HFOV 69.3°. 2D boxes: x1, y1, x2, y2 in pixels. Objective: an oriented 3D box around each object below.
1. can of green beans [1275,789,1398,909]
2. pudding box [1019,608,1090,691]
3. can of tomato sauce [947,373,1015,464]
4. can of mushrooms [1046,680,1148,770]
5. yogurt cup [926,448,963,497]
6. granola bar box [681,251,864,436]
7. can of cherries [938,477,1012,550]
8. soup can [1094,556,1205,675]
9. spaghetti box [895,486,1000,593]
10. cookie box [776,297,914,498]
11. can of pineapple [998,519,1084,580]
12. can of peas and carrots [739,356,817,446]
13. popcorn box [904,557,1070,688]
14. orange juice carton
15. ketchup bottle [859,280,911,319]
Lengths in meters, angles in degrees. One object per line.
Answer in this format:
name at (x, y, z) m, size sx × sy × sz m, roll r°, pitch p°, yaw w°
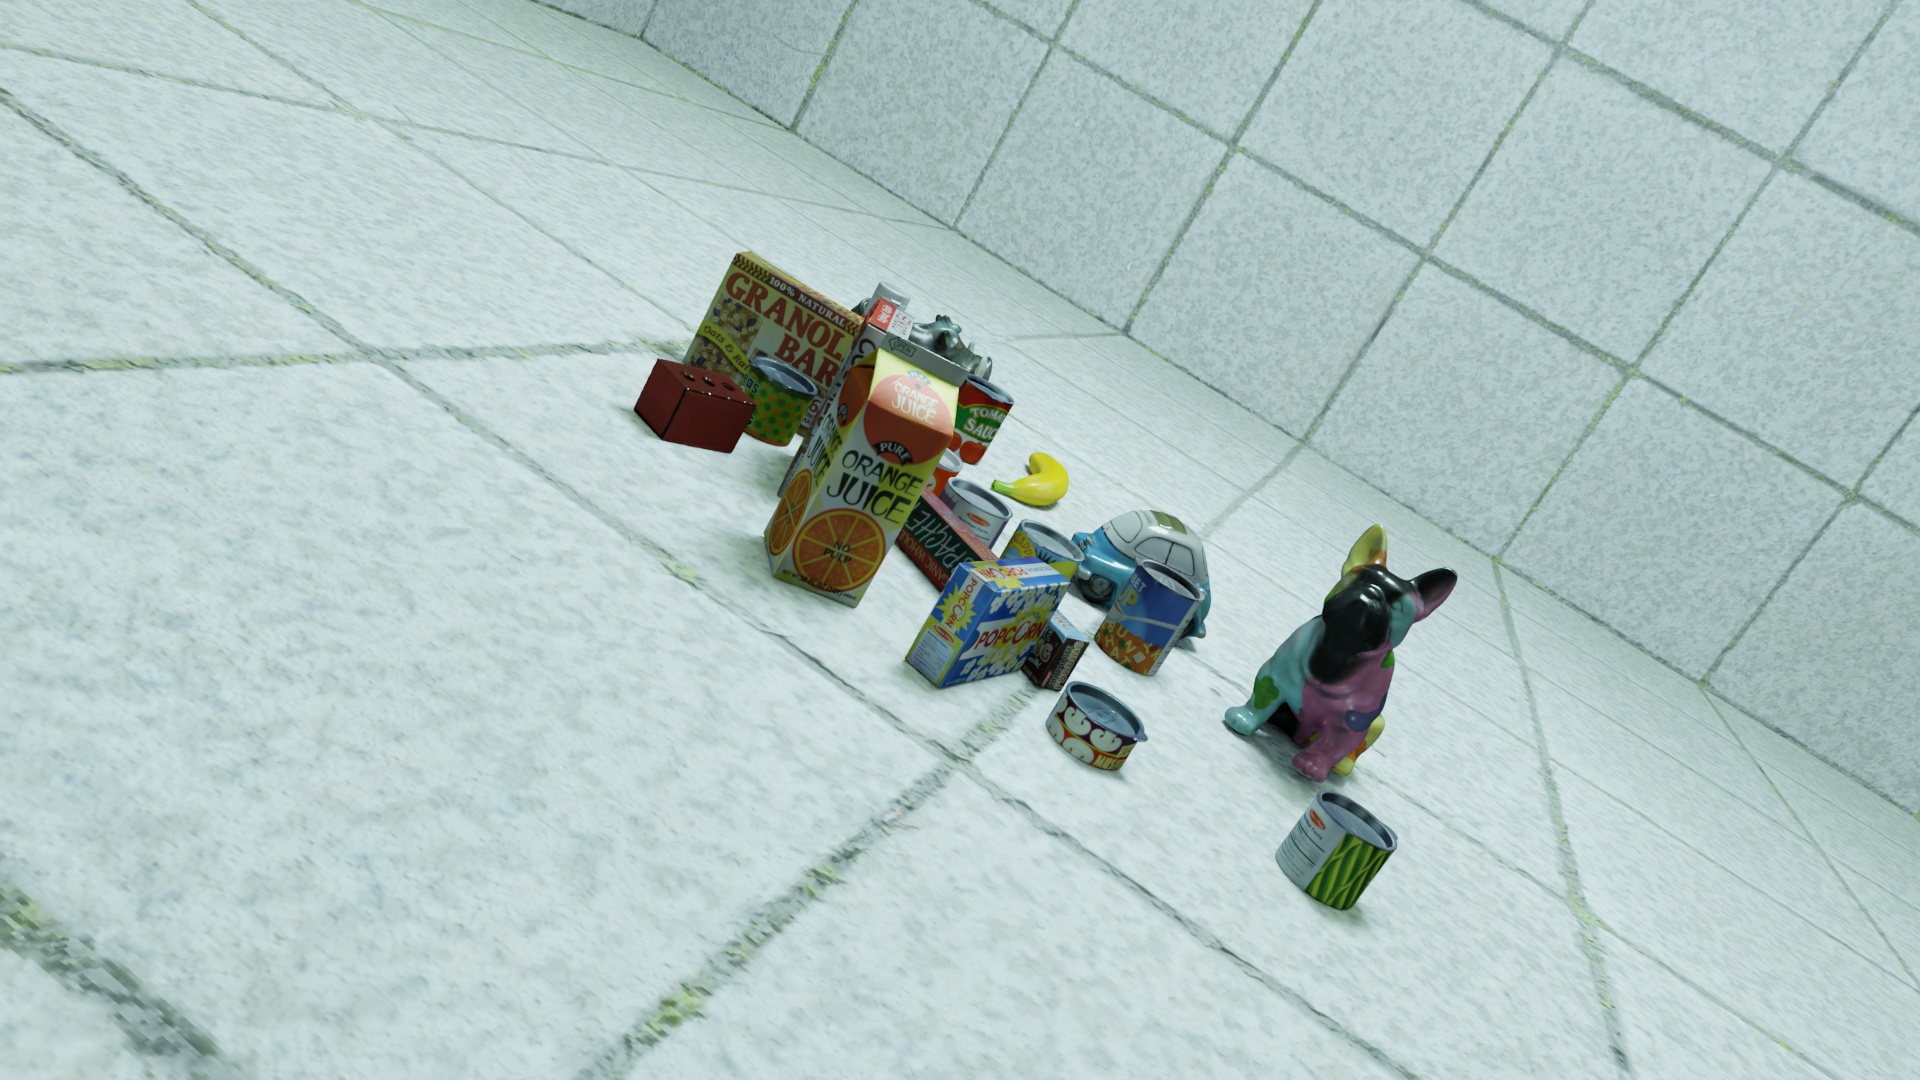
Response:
can of green beans at (0.272, 0.224, 1.007) m, size 0.071 × 0.057 × 0.071 m, roll 27°, pitch 17°, yaw -9°
pudding box at (0.061, 0.074, 1.099) m, size 0.030 × 0.049 × 0.084 m, roll 15°, pitch 22°, yaw -40°
can of tomato sauce at (0.013, -0.135, 1.559) m, size 0.071 × 0.083 × 0.071 m, roll 27°, pitch 17°, yaw -9°
can of mushrooms at (0.100, 0.137, 1.015) m, size 0.071 × 0.033 × 0.071 m, roll 27°, pitch 17°, yaw -9°
yogurt cup at (-0.039, -0.065, 1.325) m, size 0.072 × 0.053 × 0.072 m, roll 27°, pitch 17°, yaw -9°
granola bar box at (-0.165, -0.183, 1.331) m, size 0.165 × 0.124 × 0.039 m, roll 31°, pitch 16°, yaw 4°
can of cherries at (0.004, -0.016, 1.248) m, size 0.071 × 0.058 × 0.072 m, roll 27°, pitch 17°, yaw -9°
soup can at (0.165, 0.067, 1.234) m, size 0.071 × 0.083 × 0.071 m, roll 27°, pitch 17°, yaw -9°
spaghetti box at (-0.046, -0.026, 1.209) m, size 0.029 × 0.050 × 0.251 m, roll 14°, pitch 23°, yaw -44°
cookie box at (-0.097, -0.118, 1.186) m, size 0.040 × 0.167 × 0.123 m, roll 28°, pitch 17°, yaw -8°
can of pineapple at (0.067, 0.022, 1.245) m, size 0.071 × 0.057 × 0.071 m, roll 27°, pitch 17°, yaw -9°
can of peas and carrots at (-0.175, -0.128, 1.273) m, size 0.071 × 0.058 × 0.071 m, roll 27°, pitch 17°, yaw -9°
popcorn box at (0.023, 0.058, 1.022) m, size 0.038 × 0.085 × 0.127 m, roll 37°, pitch 18°, yaw 23°
orange juice carton at (-0.068, -0.056, 1.014) m, size 0.072 × 0.192 × 0.073 m, roll 23°, pitch 18°, yaw -24°
ketchup bottle at (-0.100, -0.193, 1.425) m, size 0.065 × 0.148 × 0.044 m, roll 22°, pitch 18°, yaw -26°
